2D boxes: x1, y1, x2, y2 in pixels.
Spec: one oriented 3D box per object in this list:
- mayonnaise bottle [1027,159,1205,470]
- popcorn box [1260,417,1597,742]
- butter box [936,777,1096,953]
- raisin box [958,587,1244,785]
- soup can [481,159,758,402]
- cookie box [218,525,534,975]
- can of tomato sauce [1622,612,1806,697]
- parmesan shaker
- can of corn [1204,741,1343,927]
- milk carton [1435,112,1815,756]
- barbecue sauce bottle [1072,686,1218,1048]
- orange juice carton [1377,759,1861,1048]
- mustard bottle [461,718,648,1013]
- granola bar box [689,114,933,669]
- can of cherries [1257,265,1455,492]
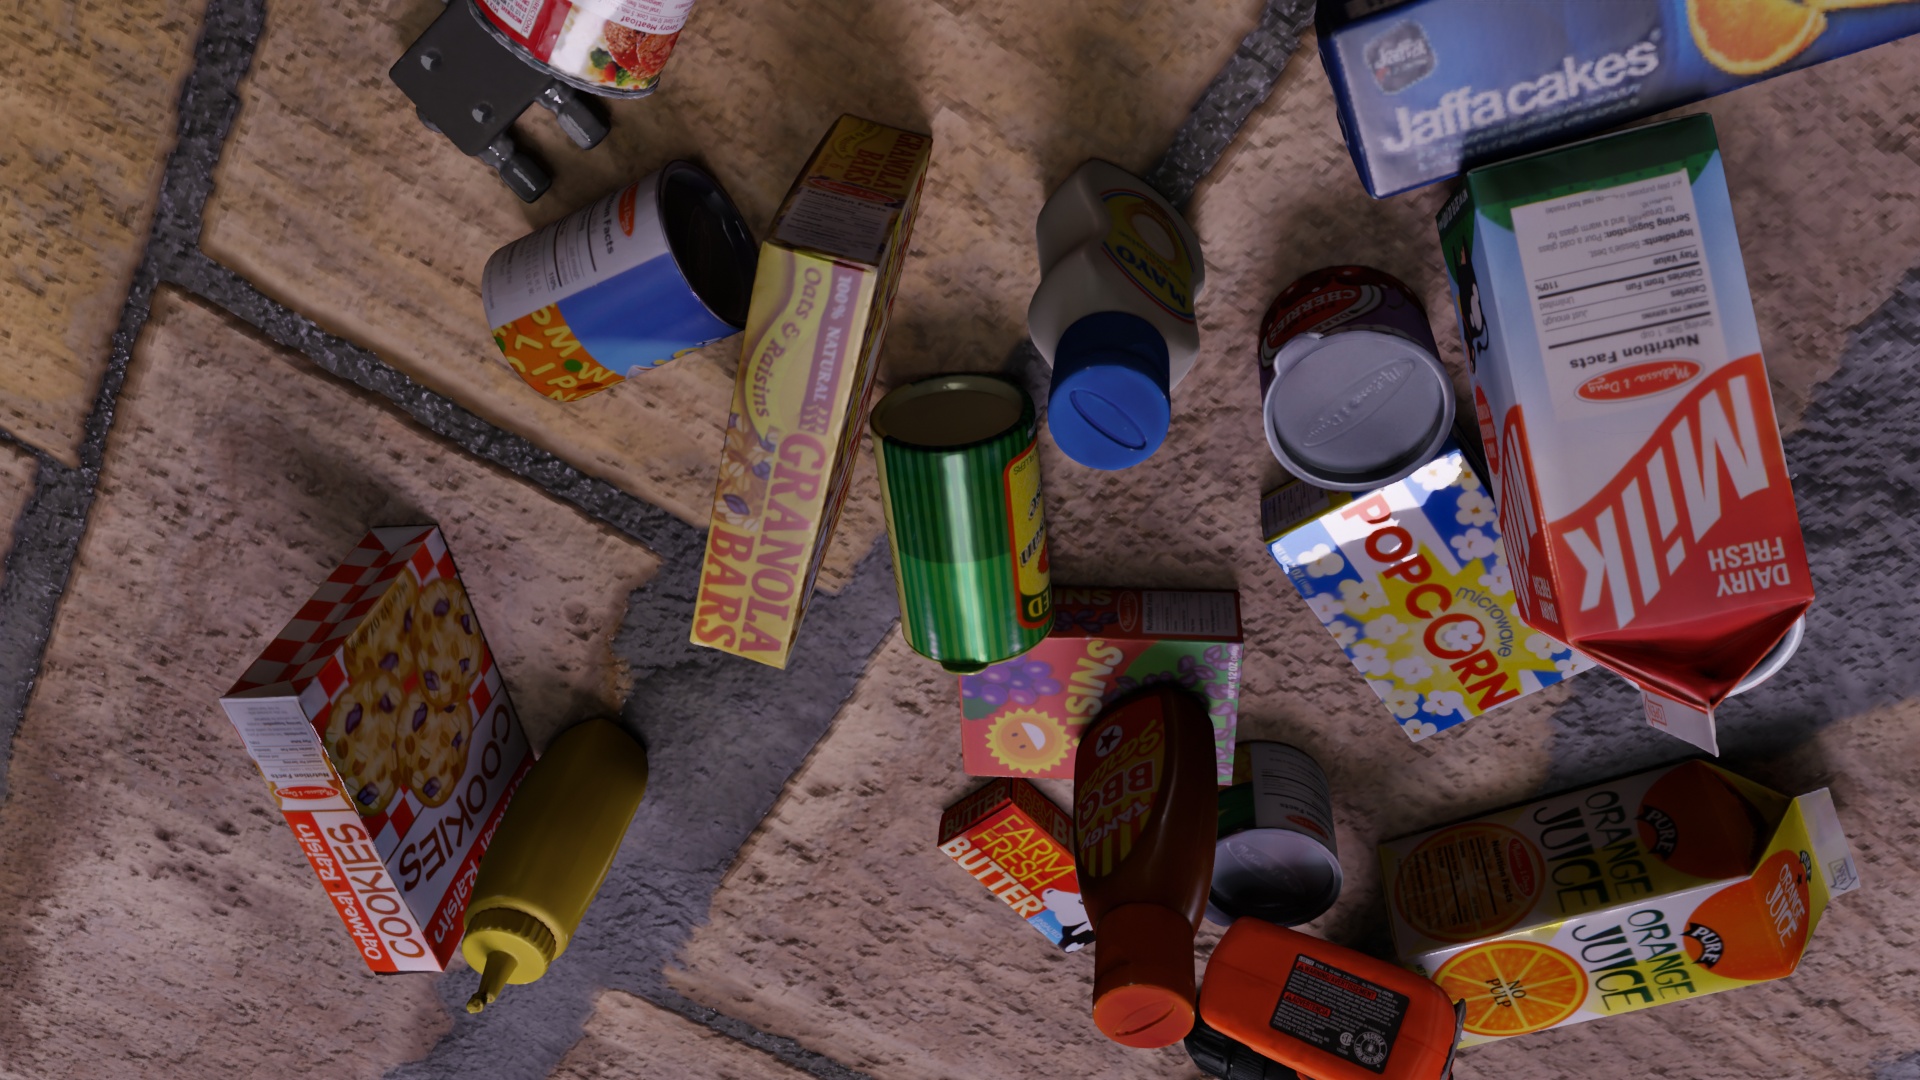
[{"bbox_3d":[0.052,-0.076,0.463,0.064,0.149,0.041,36,122,-16],"label":"mayonnaise bottle"},{"bbox_3d":[0.192,0.016,0.572,0.085,0.038,0.126,-30,115,24],"label":"popcorn box"},{"bbox_3d":[0.041,0.165,0.703,0.053,0.024,0.103,-36,112,28],"label":"butter box"},{"bbox_3d":[0.062,0.065,0.624,0.123,0.040,0.085,1,125,6],"label":"raisin box"},{"bbox_3d":[-0.126,-0.095,0.528,0.083,0.072,0.071,-19,119,21],"label":"soup can"},{"bbox_3d":[-0.257,0.096,0.640,0.040,0.123,0.166,-2,124,11],"label":"cookie box"},{"bbox_3d":[0.273,0.010,0.529,0.071,0.083,0.070,4,124,6],"label":"can of tomato sauce"},{"bbox_3d":[0.002,-0.007,0.564,0.071,0.072,0.102,-1,124,9],"label":"parmesan shaker"},{"bbox_3d":[0.140,0.139,0.650,0.071,0.058,0.070,4,124,6],"label":"can of corn"},{"bbox_3d":[0.214,-0.029,0.450,0.073,0.072,0.190,-12,88,11],"label":"milk carton"},{"bbox_3d":[0.073,0.126,0.548,0.043,0.149,0.064,39,120,-19],"label":"barbecue sauce bottle"},{"bbox_3d":[0.299,0.162,0.633,0.192,0.073,0.071,-22,119,21],"label":"orange juice carton"},{"bbox_3d":[-0.195,0.155,0.649,0.065,0.161,0.048,-33,115,28],"label":"mustard bottle"},{"bbox_3d":[-0.055,-0.056,0.508,0.039,0.125,0.164,16,124,-2],"label":"granola bar box"},{"bbox_3d":[0.143,-0.063,0.514,0.071,0.059,0.071,4,125,6],"label":"can of cherries"}]
